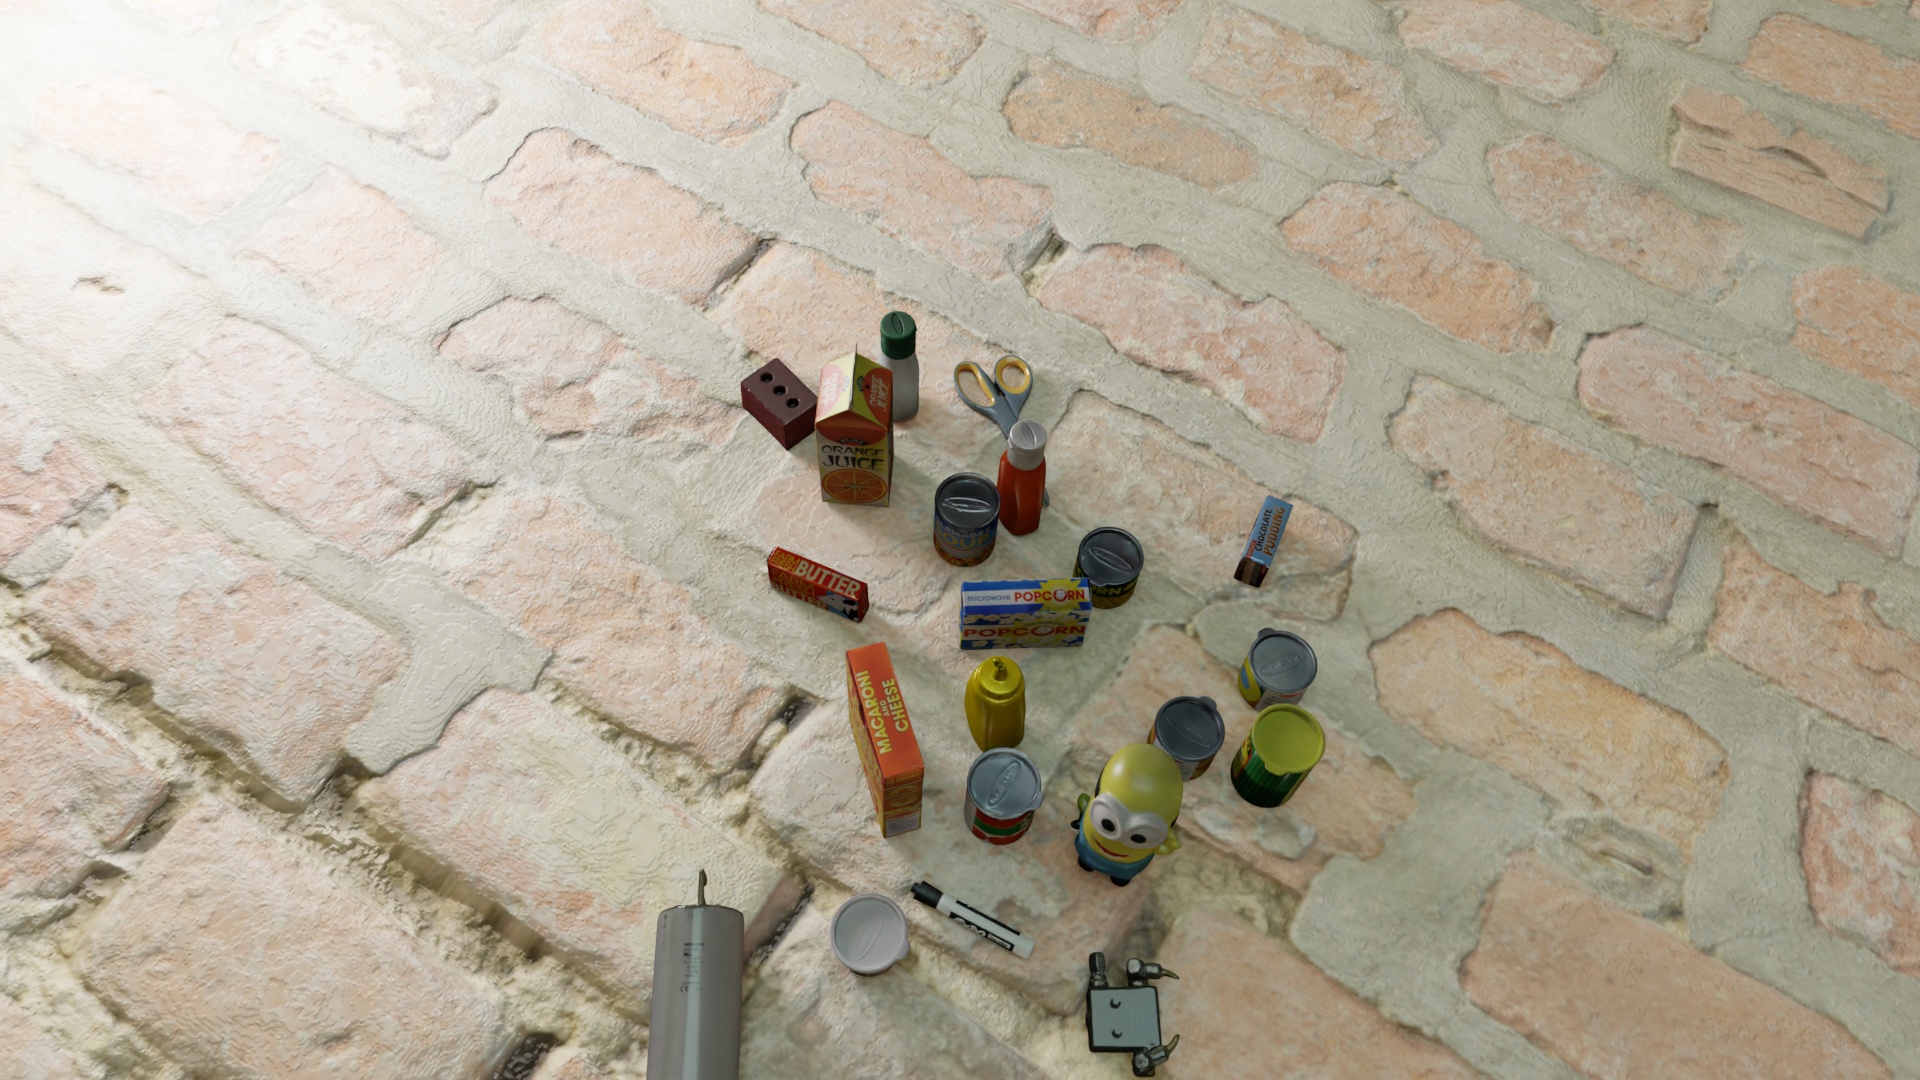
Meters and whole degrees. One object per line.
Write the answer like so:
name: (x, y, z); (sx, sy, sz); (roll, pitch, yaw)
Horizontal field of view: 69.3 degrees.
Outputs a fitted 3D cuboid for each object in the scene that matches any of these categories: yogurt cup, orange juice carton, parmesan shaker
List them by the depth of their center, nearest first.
yogurt cup: (-0.080, 0.349, 1.216); (0.072, 0.053, 0.073); (1, 60, -2)
parmesan shaker: (0.291, 0.204, 1.288); (0.071, 0.102, 0.071); (1, 61, -2)
orange juice carton: (-0.105, -0.114, 1.399); (0.073, 0.191, 0.072); (4, 61, 0)

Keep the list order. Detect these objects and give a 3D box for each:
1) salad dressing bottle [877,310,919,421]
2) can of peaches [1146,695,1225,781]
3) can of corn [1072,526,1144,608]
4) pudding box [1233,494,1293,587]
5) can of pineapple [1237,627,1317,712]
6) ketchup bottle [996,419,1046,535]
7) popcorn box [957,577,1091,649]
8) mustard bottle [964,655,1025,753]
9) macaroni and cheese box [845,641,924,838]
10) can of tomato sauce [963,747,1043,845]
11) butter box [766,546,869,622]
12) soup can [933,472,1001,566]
salad dressing bottle: (-0.066, -0.183, 1.466); (0.044, 0.147, 0.064); (-13, 62, -10)
can of peaches: (0.214, 0.187, 1.320); (0.071, 0.057, 0.071); (1, 60, -2)
can of corn: (0.148, 0.030, 1.405); (0.071, 0.058, 0.071); (1, 60, -2)
pudding box: (0.313, 0.000, 1.435); (0.030, 0.049, 0.084); (22, 62, 10)
can of pineapple: (0.309, 0.128, 1.358); (0.071, 0.057, 0.071); (1, 60, -2)
ketchup bottle: (0.062, -0.066, 1.405); (0.043, 0.148, 0.065); (-15, 63, -11)
popcorn box: (0.061, 0.072, 1.362); (0.127, 0.084, 0.038); (-2, 61, -4)
mustard bottle: (0.034, 0.145, 1.277); (0.049, 0.159, 0.065); (-18, 63, -12)
macaroni and cheese box: (-0.069, 0.182, 1.247); (0.040, 0.165, 0.124); (-14, 62, -10)
can of tomato sauce: (0.039, 0.236, 1.269); (0.071, 0.082, 0.071); (1, 61, -2)
butter box: (-0.142, 0.044, 1.387); (0.103, 0.053, 0.024); (22, 62, 10)
soup can: (0.005, -0.018, 1.412); (0.071, 0.083, 0.071); (1, 61, -2)
